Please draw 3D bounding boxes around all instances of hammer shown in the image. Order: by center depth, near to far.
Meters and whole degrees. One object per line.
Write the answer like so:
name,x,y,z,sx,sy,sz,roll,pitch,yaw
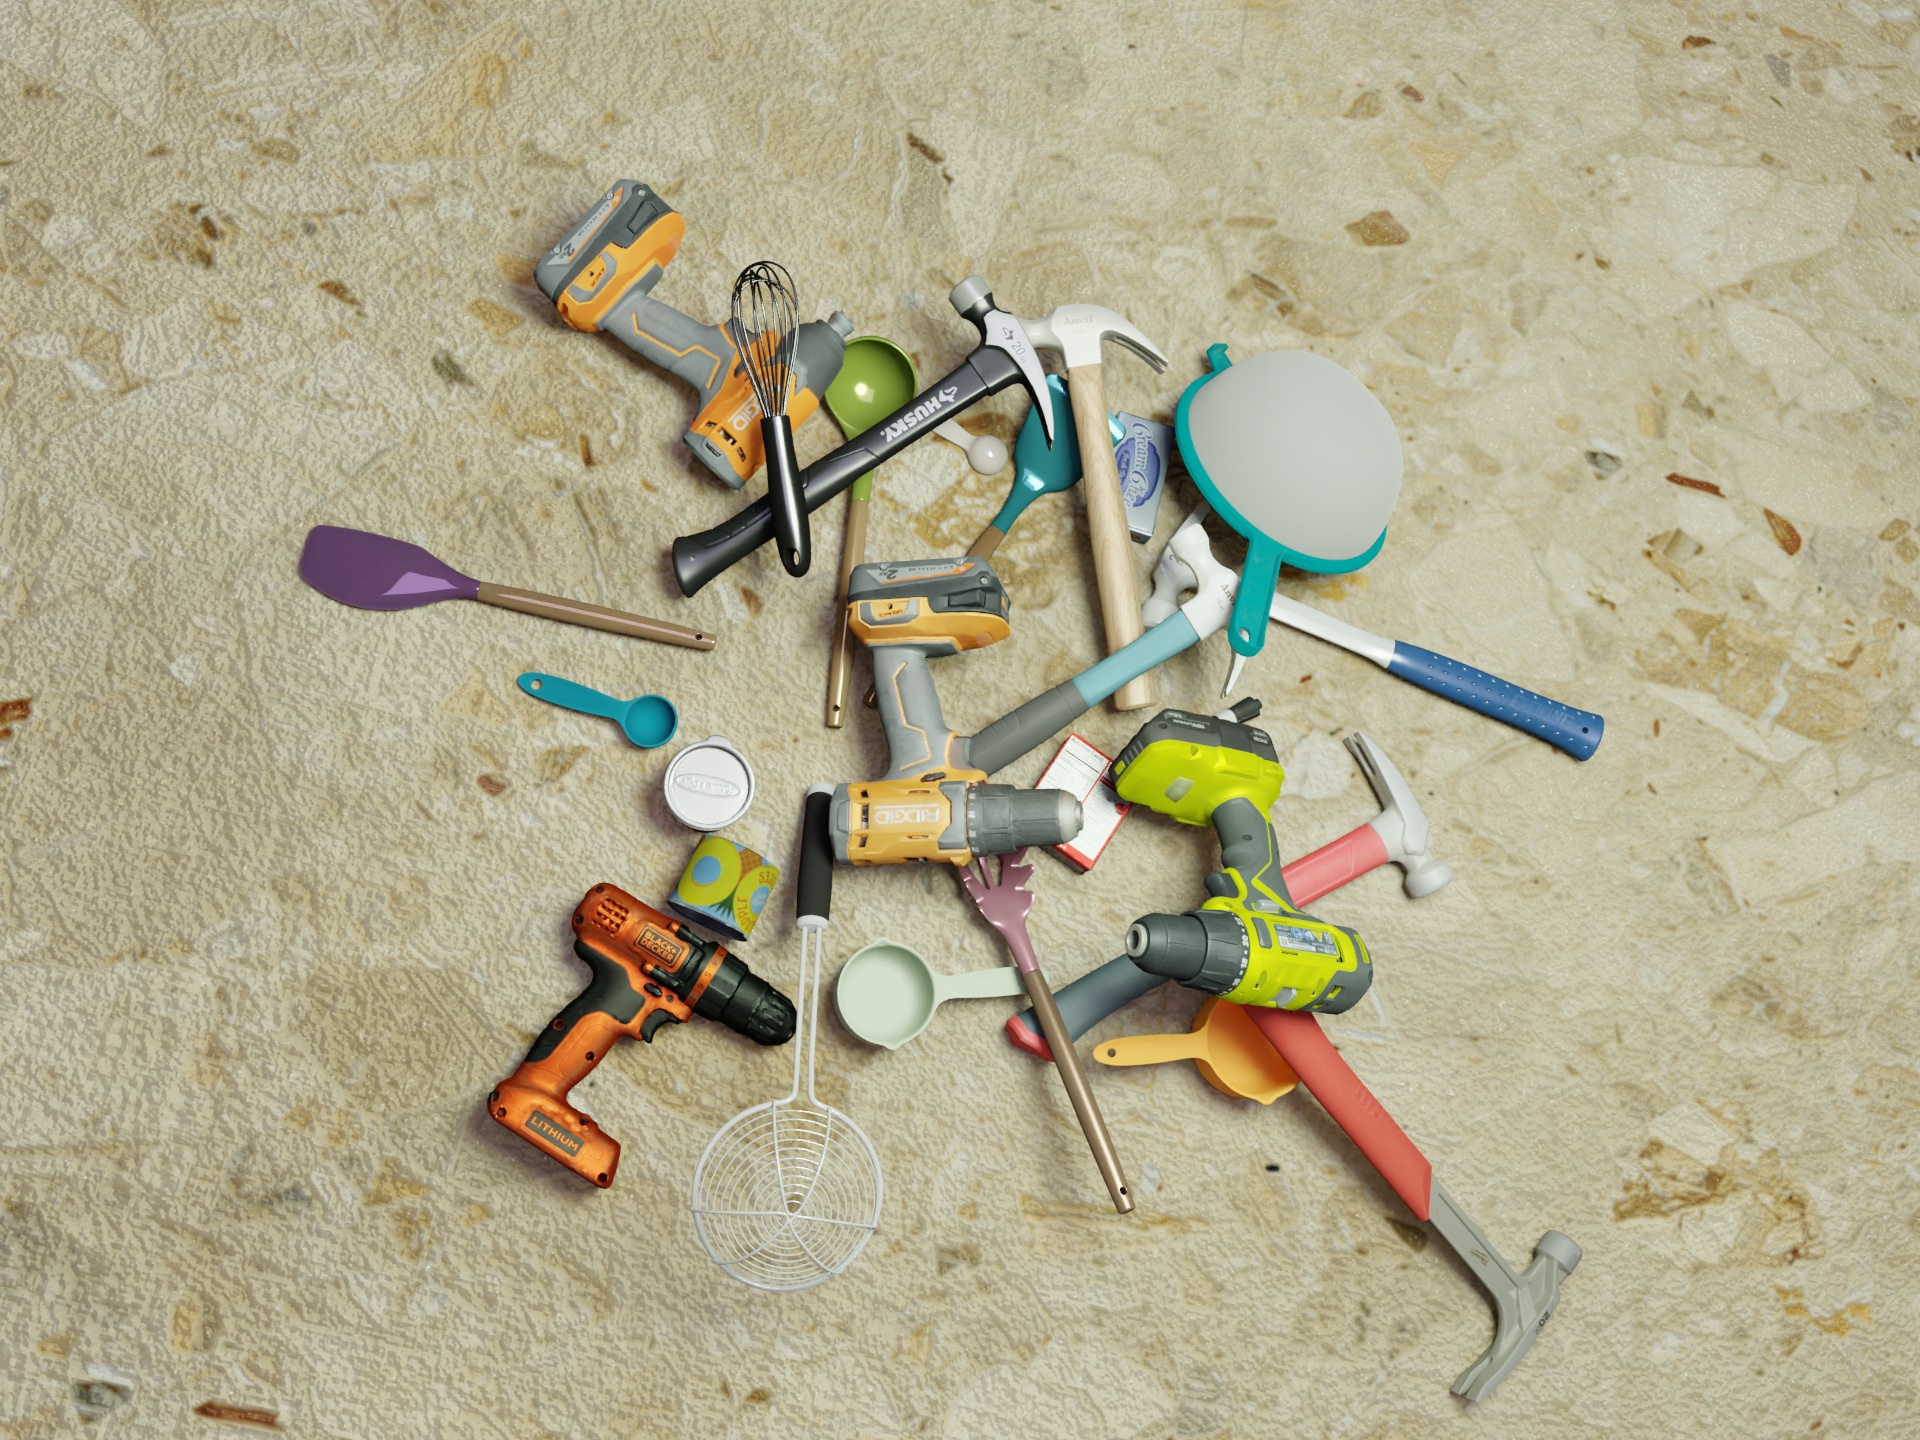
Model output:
hammer,0.323,0.337,1.200,0.149,0.037,0.359,-44,99,-20
hammer,0.081,-0.015,1.238,0.331,0.033,0.128,-32,85,-2
hammer,-0.081,-0.199,1.241,0.335,0.035,0.146,-34,85,-3
hammer,0.201,0.147,1.258,0.386,0.038,0.143,-25,81,-16
hammer,0.119,-0.173,1.281,0.130,0.031,0.331,-9,87,-2
hammer,0.354,-0.066,1.341,0.405,0.035,0.144,22,73,-5

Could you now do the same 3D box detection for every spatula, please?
spatula,-0.344,-0.092,1.221,0.316,0.018,0.060,12,75,-7
spatula,0.016,-0.138,1.290,0.082,0.044,0.317,36,74,-5

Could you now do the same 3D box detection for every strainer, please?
strainer,0.269,-0.186,1.254,0.211,0.095,0.341,31,46,-9

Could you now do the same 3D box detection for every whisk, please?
whisk,-0.136,-0.227,1.199,0.055,0.055,0.239,-9,94,-13

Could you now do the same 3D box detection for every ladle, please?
ladle,-0.084,-0.153,1.268,0.078,0.062,0.320,5,78,3

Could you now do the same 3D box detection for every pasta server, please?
pasta server,0.064,0.209,1.178,0.060,0.040,0.316,-13,63,-18

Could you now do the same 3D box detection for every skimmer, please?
skimmer,-0.114,0.213,1.138,0.127,0.090,0.364,7,51,-9

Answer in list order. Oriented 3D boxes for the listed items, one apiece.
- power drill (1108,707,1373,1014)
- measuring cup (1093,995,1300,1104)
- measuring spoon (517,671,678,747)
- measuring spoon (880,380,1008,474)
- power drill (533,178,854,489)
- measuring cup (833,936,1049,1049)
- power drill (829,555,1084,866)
power drill,0.186,0.105,1.164,0.190,0.080,0.229,12,45,-26
measuring cup,0.181,0.250,1.222,0.173,0.052,0.095,-3,77,-10
measuring spoon,-0.277,-0.011,1.219,0.128,0.021,0.042,18,74,3
measuring spoon,-0.014,-0.248,1.324,0.124,0.018,0.034,33,73,-1
power drill,-0.203,-0.316,1.256,0.226,0.084,0.164,44,91,0
measuring cup,-0.016,0.204,1.205,0.167,0.038,0.083,-2,76,-19
power drill,-0.002,-0.004,1.185,0.185,0.084,0.226,-2,75,12
